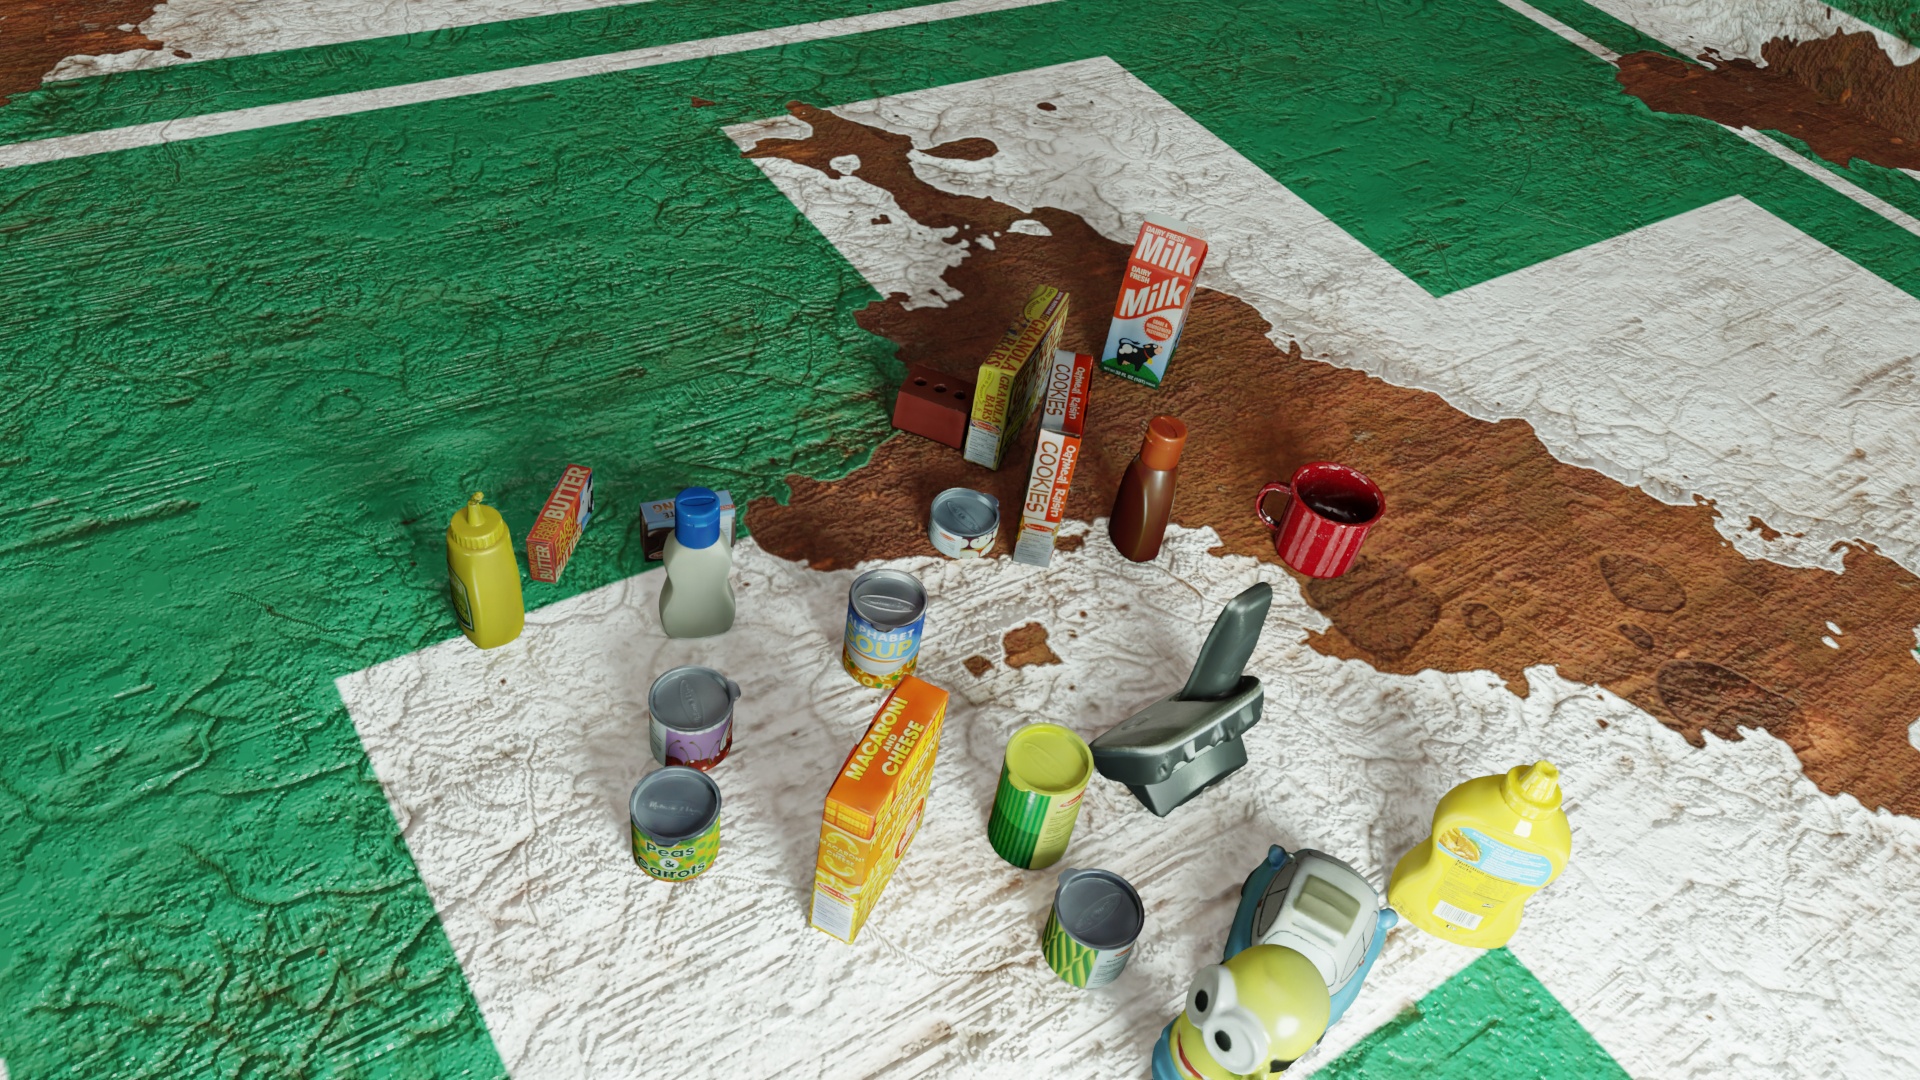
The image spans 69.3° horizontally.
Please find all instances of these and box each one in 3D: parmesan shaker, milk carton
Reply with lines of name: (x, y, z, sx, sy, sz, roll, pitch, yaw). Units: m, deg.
parmesan shaker: (0.057, 0.198, 1.062, 0.071, 0.102, 0.072, 6, 44, -5)
milk carton: (0.213, -0.265, 1.503, 0.072, 0.189, 0.074, 21, 45, 10)

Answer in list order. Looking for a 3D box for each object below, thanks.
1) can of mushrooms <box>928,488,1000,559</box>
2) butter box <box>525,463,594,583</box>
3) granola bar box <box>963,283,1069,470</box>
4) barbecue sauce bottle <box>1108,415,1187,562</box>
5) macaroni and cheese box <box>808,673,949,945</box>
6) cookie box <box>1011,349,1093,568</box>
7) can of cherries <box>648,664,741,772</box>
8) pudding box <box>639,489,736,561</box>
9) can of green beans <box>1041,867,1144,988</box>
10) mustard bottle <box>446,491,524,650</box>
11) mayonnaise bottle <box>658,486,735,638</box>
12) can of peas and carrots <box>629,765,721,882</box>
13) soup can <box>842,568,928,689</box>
can of mushrooms: (0.005, -0.017, 1.321, 0.071, 0.033, 0.071, 6, 44, -5)
butter box: (-0.355, -0.015, 1.236, 0.024, 0.052, 0.104, 12, 44, 1)
granola bar box: (0.059, -0.168, 1.421, 0.039, 0.123, 0.166, 21, 45, 11)
barbecue sauce bottle: (0.177, -0.050, 1.307, 0.044, 0.147, 0.065, -8, 47, -19)
macaroni and cheese box: (-0.060, 0.194, 0.998, 0.040, 0.165, 0.124, 22, 45, 12)
cookie box: (0.087, -0.076, 1.302, 0.040, 0.166, 0.123, 12, 44, 1)
can of cherries: (-0.210, 0.142, 1.099, 0.071, 0.058, 0.072, 6, 44, -5)
pudding box: (-0.247, -0.014, 1.257, 0.084, 0.049, 0.030, -11, 48, -21)
can of green beans: (0.096, 0.284, 1.015, 0.071, 0.057, 0.071, 6, 44, -5)
mustard bottle: (-0.386, 0.018, 1.118, 0.049, 0.159, 0.065, -24, 54, -31)
mayonnaise bottle: (-0.219, 0.020, 1.158, 0.065, 0.147, 0.041, -6, 46, -16)
can of peas and carrots: (-0.211, 0.212, 1.027, 0.071, 0.058, 0.071, 6, 44, -5)
soup can: (-0.065, 0.077, 1.175, 0.071, 0.083, 0.072, 6, 44, -5)
